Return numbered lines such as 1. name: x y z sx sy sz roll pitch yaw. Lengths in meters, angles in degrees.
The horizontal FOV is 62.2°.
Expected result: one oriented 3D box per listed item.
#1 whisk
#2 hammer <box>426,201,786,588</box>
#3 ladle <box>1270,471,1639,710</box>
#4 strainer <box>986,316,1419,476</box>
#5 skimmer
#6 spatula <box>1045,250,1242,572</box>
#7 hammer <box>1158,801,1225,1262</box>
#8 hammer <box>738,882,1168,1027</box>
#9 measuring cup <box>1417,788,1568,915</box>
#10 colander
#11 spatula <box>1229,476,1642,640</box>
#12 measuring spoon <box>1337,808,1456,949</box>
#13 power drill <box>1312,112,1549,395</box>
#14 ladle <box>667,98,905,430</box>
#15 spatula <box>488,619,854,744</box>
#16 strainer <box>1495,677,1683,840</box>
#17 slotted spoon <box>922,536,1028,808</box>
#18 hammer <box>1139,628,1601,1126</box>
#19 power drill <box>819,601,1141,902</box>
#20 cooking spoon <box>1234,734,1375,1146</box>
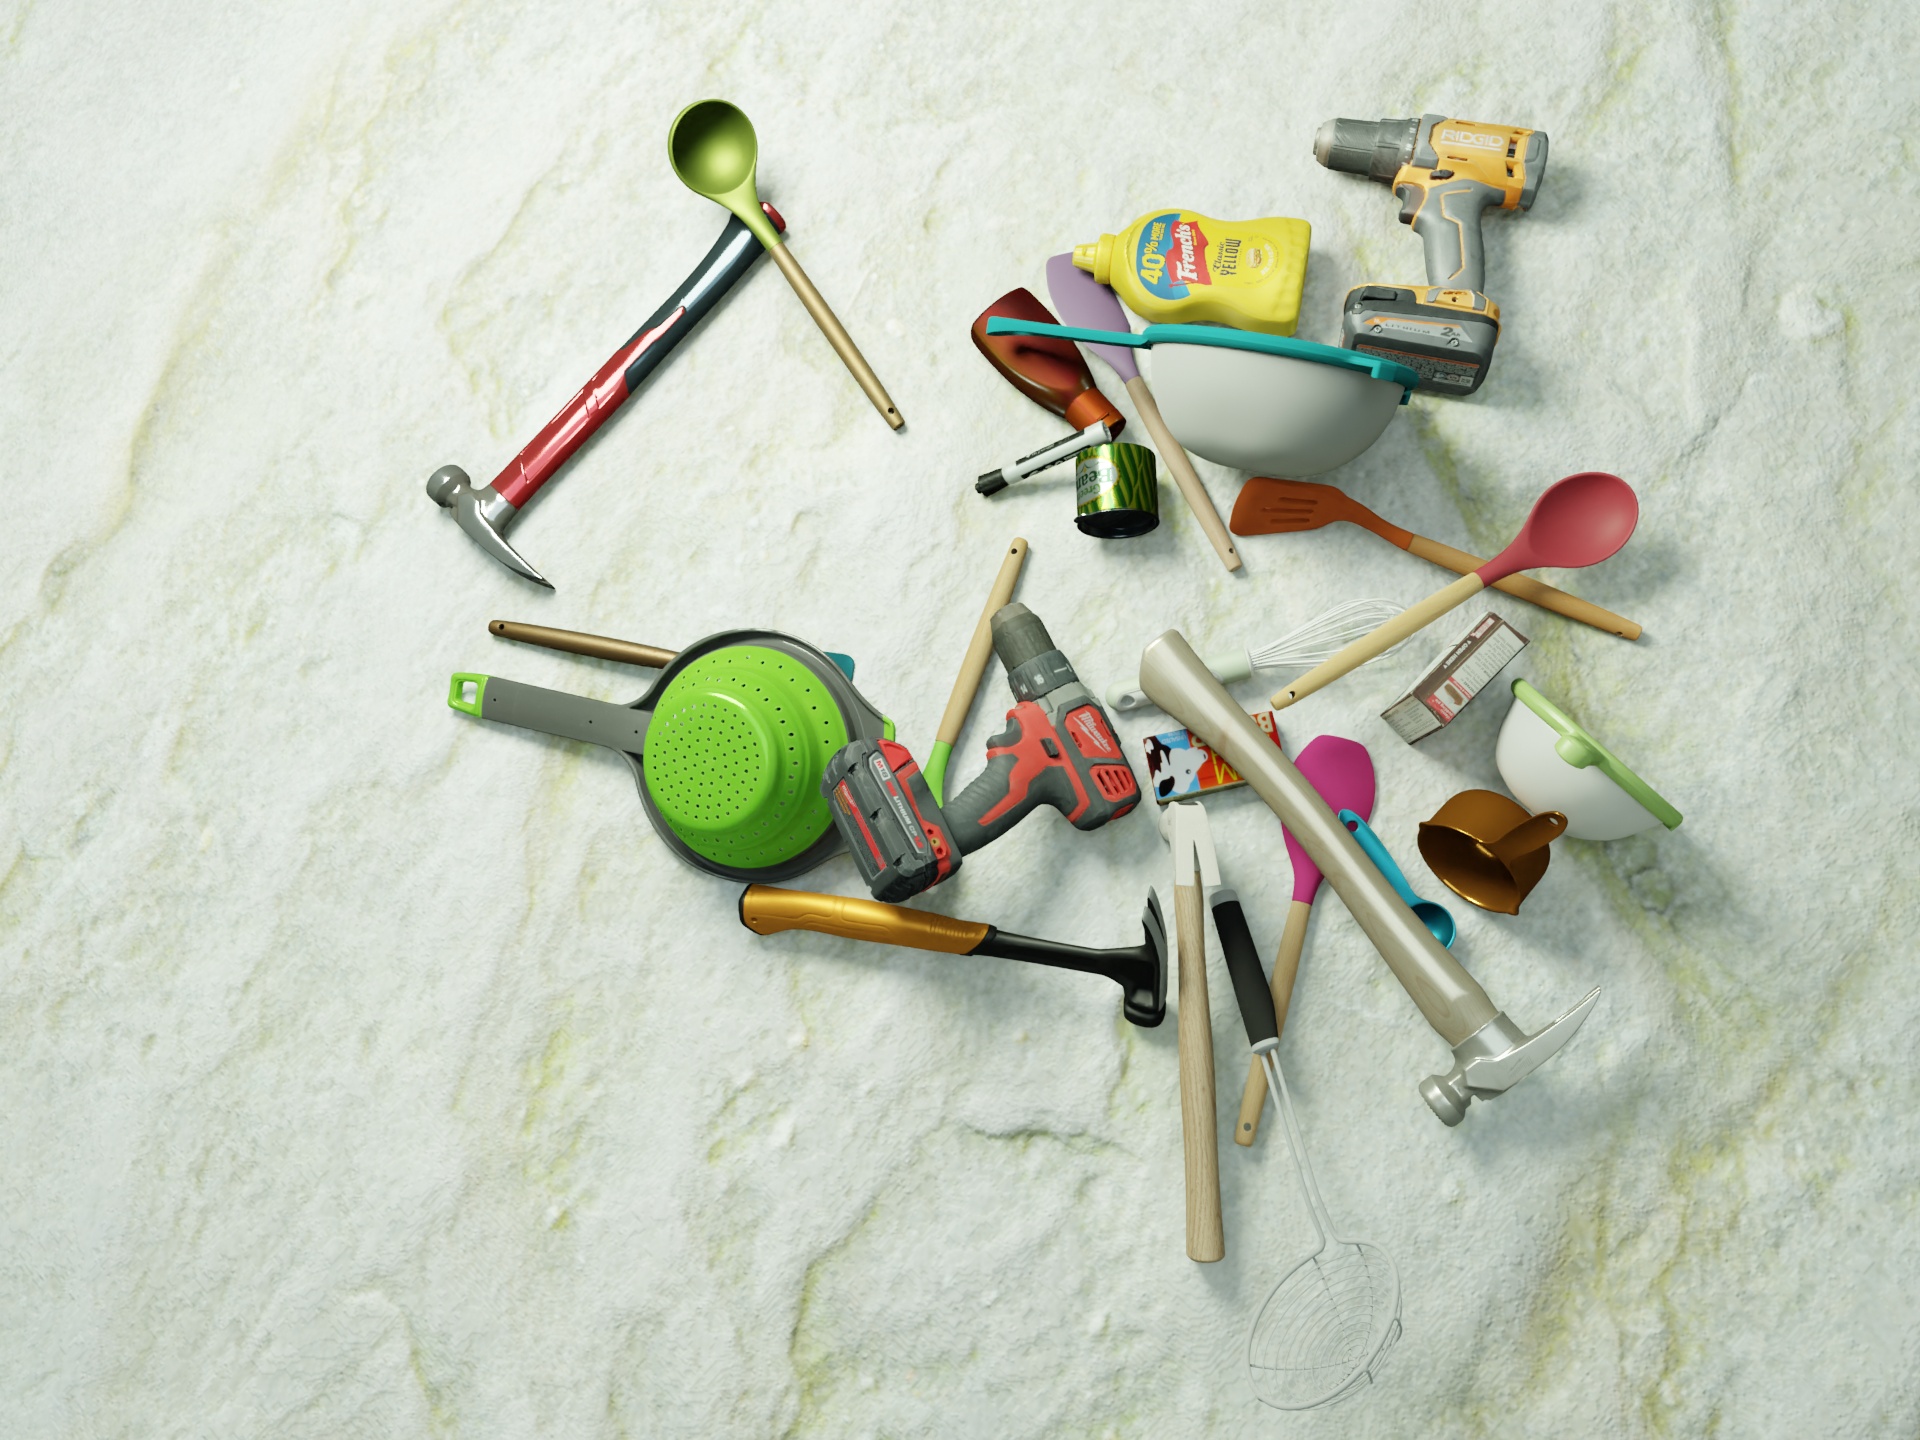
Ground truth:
1. whisk: 0.233 -0.047 1.241 0.246 0.057 0.059 -15 41 9
2. hammer: -0.280 -0.292 1.374 0.143 0.038 0.386 41 86 13
3. ladle: 0.368 -0.091 1.195 0.315 0.031 0.069 -31 85 -4
4. strainer: 0.175 -0.250 1.236 0.340 0.211 0.095 12 99 17
5. skimmer: 0.214 0.284 1.111 0.127 0.090 0.364 -35 55 37
6. spatula: 0.152 -0.258 1.312 0.060 0.018 0.316 -20 75 -23
7. hammer: 0.172 0.224 1.161 0.031 0.130 0.331 -2 85 2
8. hammer: -0.011 0.158 1.203 0.337 0.127 0.034 7 42 15
9. measuring cup: 0.393 0.078 1.124 0.095 0.173 0.052 45 69 7
10. colander: -0.253 0.014 1.252 0.397 0.094 0.204 12 95 16
11. spatula: 0.370 -0.122 1.237 0.322 0.081 0.041 23 65 8
12. measuring spoon: 0.324 0.122 1.199 0.042 0.021 0.129 -32 74 -4
13. power drill: 0.362 -0.389 1.285 0.185 0.084 0.226 13 75 11
14. ladle: -0.140 -0.381 1.339 0.078 0.062 0.320 -34 87 -9
15. spatula: -0.248 -0.047 1.322 0.317 0.044 0.082 11 80 15
16. strainer: 0.416 0.040 1.099 0.152 0.256 0.069 46 107 19
17. slotted spoon: -0.002 -0.004 1.273 0.070 0.031 0.314 16 78 20
18. hammer: 0.282 0.090 1.173 0.146 0.038 0.411 -41 76 13
19. power drill: 0.010 0.021 1.202 0.226 0.080 0.188 -22 79 -26
20. cooking spoon: 0.252 0.163 1.201 0.069 0.017 0.319 14 79 12
